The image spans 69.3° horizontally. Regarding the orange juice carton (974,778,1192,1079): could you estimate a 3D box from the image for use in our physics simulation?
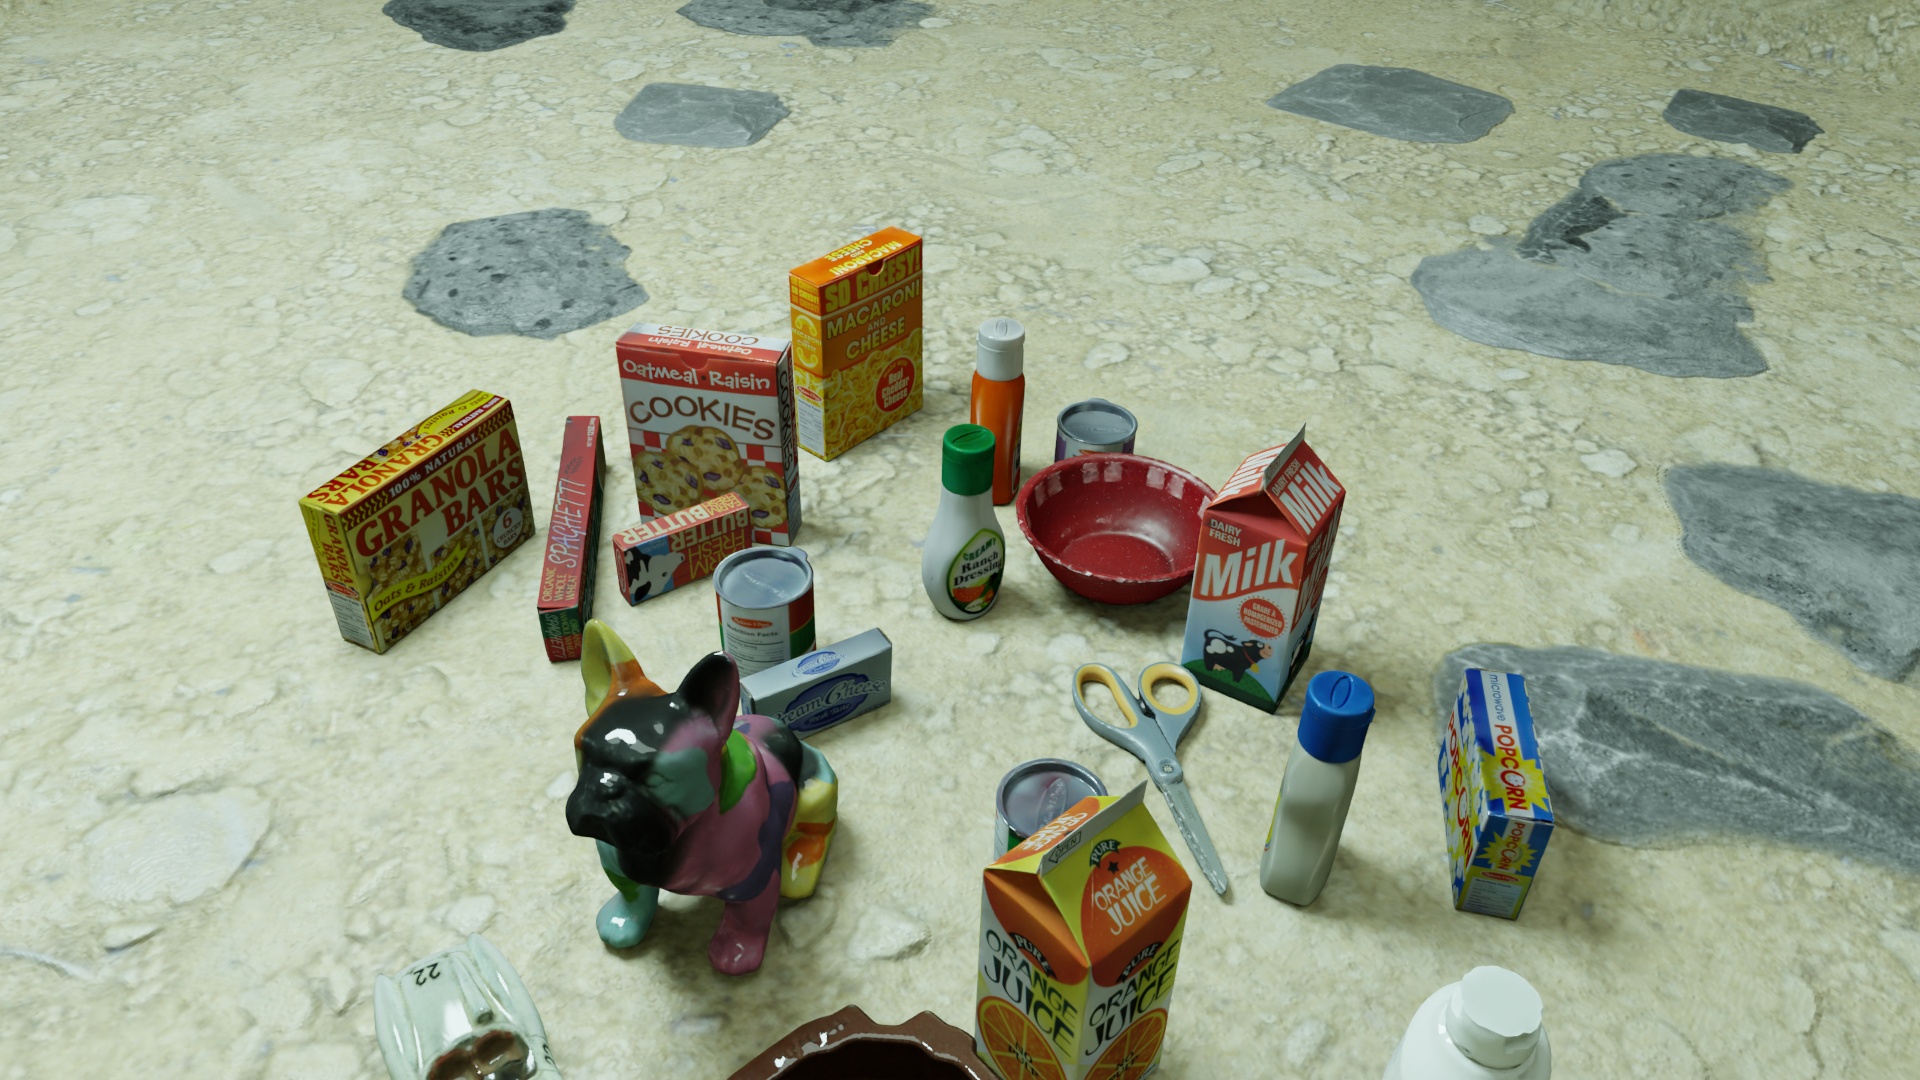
[{"bbox_3d":[0.058,0.198,0.677,0.072,0.191,0.073,-27,46,-33],"label":"orange juice carton"}]

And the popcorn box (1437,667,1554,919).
[{"bbox_3d":[0.321,0.150,0.840,0.038,0.084,0.127,7,37,7],"label":"popcorn box"}]

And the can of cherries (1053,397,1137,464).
[{"bbox_3d":[0.112,-0.076,1.153,0.071,0.058,0.072,1,37,-1],"label":"can of cherries"}]

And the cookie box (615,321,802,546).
[{"bbox_3d":[-0.188,-0.078,1.053,0.123,0.166,0.040,7,37,7],"label":"cookie box"}]

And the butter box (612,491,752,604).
[{"bbox_3d":[-0.206,0.005,1.036,0.104,0.052,0.024,-23,43,-29],"label":"butter box"}]

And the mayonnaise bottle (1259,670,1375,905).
[{"bbox_3d":[0.205,0.140,0.797,0.041,0.147,0.065,17,40,19],"label":"mayonnaise bottle"}]

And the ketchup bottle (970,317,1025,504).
[{"bbox_3d":[0.029,-0.105,1.113,0.043,0.148,0.065,3,37,2],"label":"ketchup bottle"}]

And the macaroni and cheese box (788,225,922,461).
[{"bbox_3d":[-0.084,-0.166,1.175,0.040,0.165,0.124,28,44,31],"label":"macaroni and cheese box"}]

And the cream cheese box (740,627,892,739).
[{"bbox_3d":[-0.094,0.099,0.916,0.104,0.053,0.024,-20,42,-26],"label":"cream cheese box"}]

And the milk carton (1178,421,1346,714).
[{"bbox_3d":[0.202,0.015,0.927,0.073,0.189,0.073,21,41,24],"label":"milk carton"}]

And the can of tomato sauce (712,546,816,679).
[{"bbox_3d":[-0.131,0.055,0.949,0.071,0.082,0.071,1,37,-1],"label":"can of tomato sauce"}]

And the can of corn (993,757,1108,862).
[{"bbox_3d":[0.055,0.173,0.821,0.071,0.058,0.071,1,37,-1],"label":"can of corn"}]

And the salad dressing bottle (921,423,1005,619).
[{"bbox_3d":[0.004,-0.012,0.991,0.064,0.146,0.044,-22,43,-29],"label":"salad dressing bottle"}]

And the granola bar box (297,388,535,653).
[{"bbox_3d":[-0.382,-0.017,0.999,0.039,0.123,0.166,18,40,20],"label":"granola bar box"}]

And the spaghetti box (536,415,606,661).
[{"bbox_3d":[-0.292,-0.009,1.053,0.029,0.049,0.251,-4,37,-7],"label":"spaghetti box"}]
